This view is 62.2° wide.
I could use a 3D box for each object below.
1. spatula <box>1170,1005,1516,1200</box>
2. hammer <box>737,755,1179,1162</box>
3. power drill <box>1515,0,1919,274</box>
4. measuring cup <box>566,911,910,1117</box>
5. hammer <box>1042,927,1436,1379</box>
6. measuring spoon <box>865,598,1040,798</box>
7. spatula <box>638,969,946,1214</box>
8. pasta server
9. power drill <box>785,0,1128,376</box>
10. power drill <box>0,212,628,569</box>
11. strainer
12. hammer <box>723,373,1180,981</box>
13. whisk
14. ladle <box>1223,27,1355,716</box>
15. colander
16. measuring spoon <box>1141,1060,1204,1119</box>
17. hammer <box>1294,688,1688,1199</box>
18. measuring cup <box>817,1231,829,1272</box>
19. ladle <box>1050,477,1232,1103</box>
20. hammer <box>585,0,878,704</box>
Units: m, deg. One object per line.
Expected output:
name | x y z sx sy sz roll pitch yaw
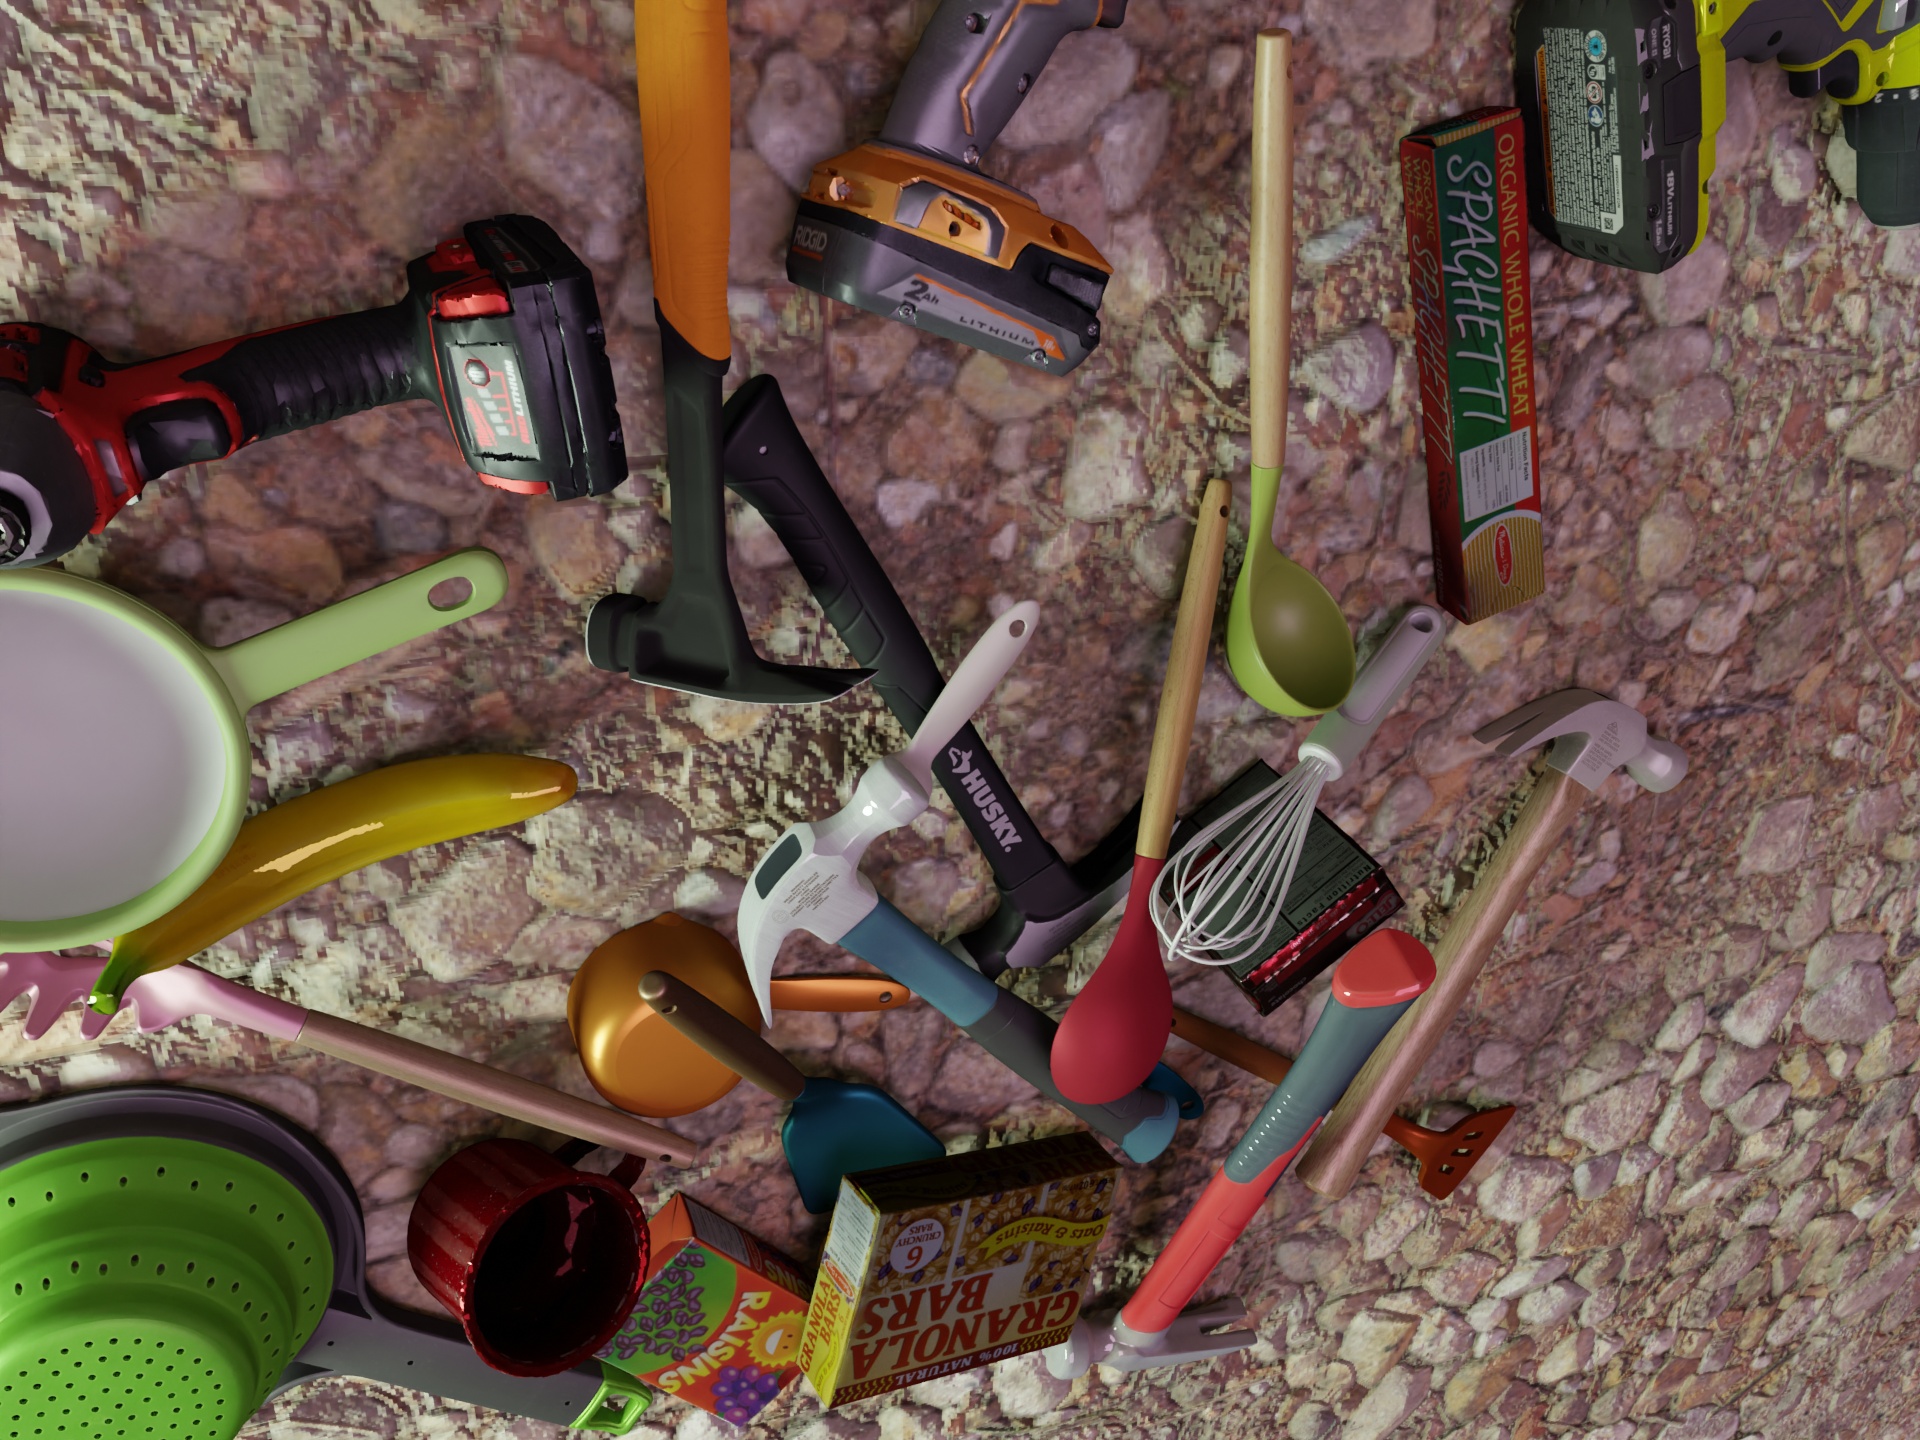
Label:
spatula | 0.227 0.225 0.964 0.322 0.041 0.081 29 101 -27
hammer | 0.016 0.145 0.787 0.128 0.033 0.330 -41 130 8
power drill | 0.378 -0.294 0.733 0.228 0.080 0.190 -25 122 -12
measuring cup | -0.099 0.146 0.768 0.173 0.052 0.095 3 114 -21
hammer | 0.171 0.251 0.876 0.143 0.038 0.386 2 132 -23
measuring spoon | -0.001 -0.002 0.715 0.034 0.018 0.124 31 101 -30
spatula | -0.081 0.172 0.734 0.082 0.044 0.317 -24 153 1
pasta server | -0.259 0.146 0.686 0.316 0.040 0.060 25 119 -21
power drill | 0.044 -0.254 0.616 0.185 0.084 0.226 12 106 -29
power drill | -0.233 -0.106 0.536 0.219 0.143 0.078 -15 122 -17
strainer | -0.295 -0.016 0.597 0.256 0.069 0.151 -24 119 -11
hammer | -0.014 -0.014 0.735 0.146 0.035 0.334 -33 123 -3
whisk | 0.172 0.026 0.781 0.246 0.058 0.059 -48 159 -25
ladle | 0.147 -0.135 0.697 0.078 0.062 0.319 -51 145 -40
colander | -0.308 0.305 0.737 0.396 0.095 0.204 31 100 -31
measuring spoon | 0.106 0.194 0.904 0.042 0.021 0.128 -36 133 8
hammer | 0.289 0.130 0.916 0.130 0.031 0.331 28 95 -29
measuring cup | -0.010 0.278 0.895 0.156 0.029 0.062 -22 124 -25
ladle | 0.097 0.040 0.771 0.069 0.031 0.315 6 97 -33
hammer | -0.095 -0.168 0.594 0.034 0.127 0.336 -35 130 -56
